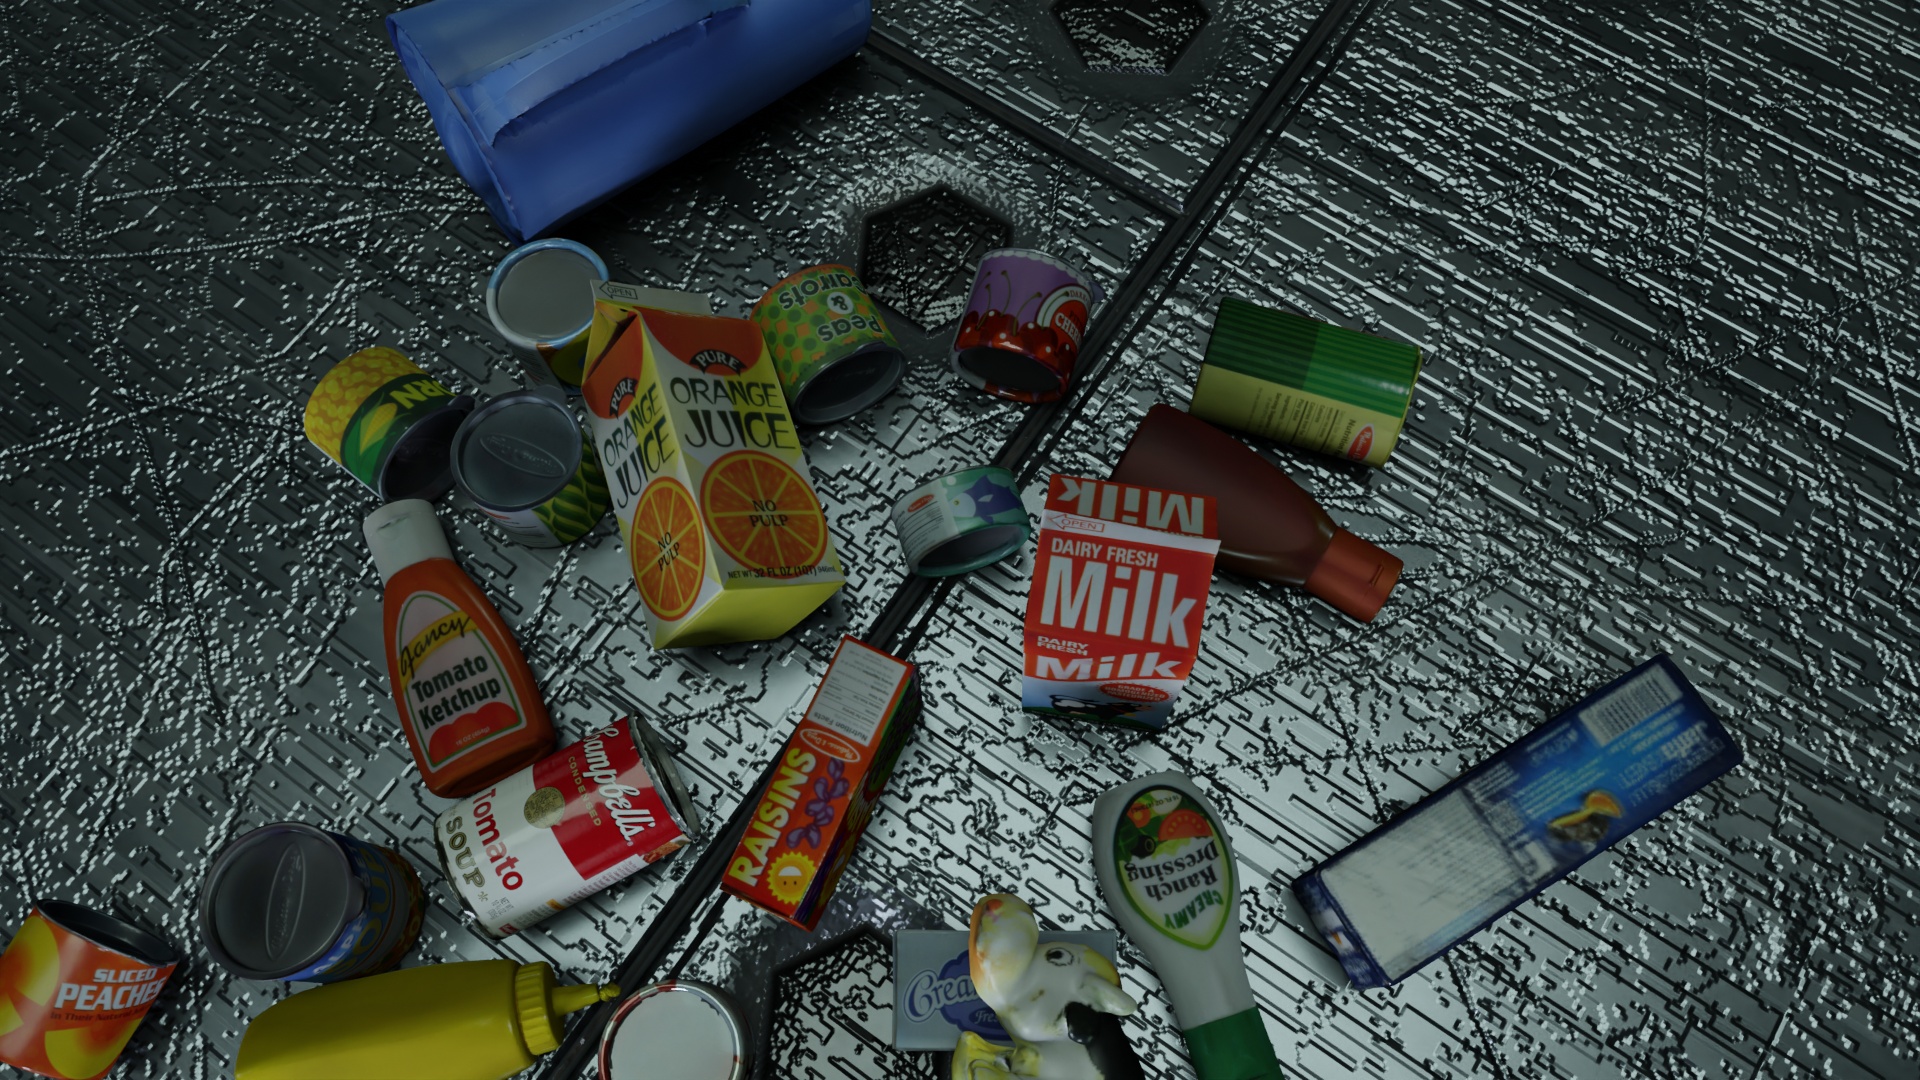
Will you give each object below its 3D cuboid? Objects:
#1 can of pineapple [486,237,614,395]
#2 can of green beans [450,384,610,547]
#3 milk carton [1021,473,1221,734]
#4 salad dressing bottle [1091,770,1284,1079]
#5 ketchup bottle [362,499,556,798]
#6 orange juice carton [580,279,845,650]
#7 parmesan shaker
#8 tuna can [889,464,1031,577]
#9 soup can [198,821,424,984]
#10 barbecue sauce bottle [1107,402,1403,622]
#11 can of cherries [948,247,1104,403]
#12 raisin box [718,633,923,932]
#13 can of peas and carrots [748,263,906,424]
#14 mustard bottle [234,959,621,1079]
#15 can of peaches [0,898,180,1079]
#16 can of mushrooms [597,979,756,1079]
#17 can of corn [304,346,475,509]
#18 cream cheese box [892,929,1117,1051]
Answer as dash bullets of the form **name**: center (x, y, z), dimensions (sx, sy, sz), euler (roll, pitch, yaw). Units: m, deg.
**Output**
- **can of pineapple**: center (-0.212, -0.121, 0.746), dimensions (0.071, 0.057, 0.071), euler (0, 70, 1)
- **can of green beans**: center (-0.219, -0.036, 0.715), dimensions (0.071, 0.057, 0.071), euler (0, 70, 1)
- **milk carton**: center (0.068, 0.027, 0.616), dimensions (0.072, 0.190, 0.073), euler (9, 71, 4)
- **salad dressing bottle**: center (0.106, 0.182, 0.637), dimensions (0.064, 0.043, 0.148), euler (-15, 71, -9)
- **ketchup bottle**: center (-0.257, 0.050, 0.693), dimensions (0.065, 0.043, 0.149), euler (-26, 71, -8)
- **orange juice carton**: center (-0.131, -0.048, 0.696), dimensions (0.072, 0.072, 0.193), euler (-2, 64, -42)
- **parmesan shaker**: center (0.177, -0.084, 0.718), dimensions (0.103, 0.071, 0.071), euler (17, 72, 7)
- **tuna can**: center (0.002, -0.009, 0.699), dimensions (0.071, 0.071, 0.033), euler (-18, 72, -5)
- **soup can**: center (-0.288, 0.166, 0.630), dimensions (0.071, 0.083, 0.071), euler (0, 71, 1)
- **barbecue sauce bottle**: center (0.149, -0.010, 0.706), dimensions (0.149, 0.043, 0.065), euler (30, 79, 11)
- **can of cherries**: center (0.035, -0.112, 0.732), dimensions (0.071, 0.071, 0.058), euler (15, 72, 7)
- **raisin box**: center (-0.062, 0.114, 0.643), dimensions (0.040, 0.086, 0.124), euler (24, 72, 7)
- **can of peas and carrots**: center (-0.070, -0.104, 0.731), dimensions (0.071, 0.070, 0.059), euler (-27, 71, -8)
- **mustard bottle**: center (-0.231, 0.221, 0.621), dimensions (0.160, 0.065, 0.049), euler (-12, 31, -8)
- **can of peaches**: center (-0.400, 0.203, 0.627), dimensions (0.071, 0.071, 0.058), euler (24, 73, 10)
- **can of mushrooms**: center (-0.130, 0.235, 0.628), dimensions (0.071, 0.033, 0.071), euler (0, 70, 0)
- **can of corn**: center (-0.293, -0.061, 0.721), dimensions (0.058, 0.071, 0.071), euler (35, 75, 13)
- **cream cheese box**: center (0.021, 0.207, 0.640), dimensions (0.104, 0.024, 0.053), euler (0, 70, 1)
